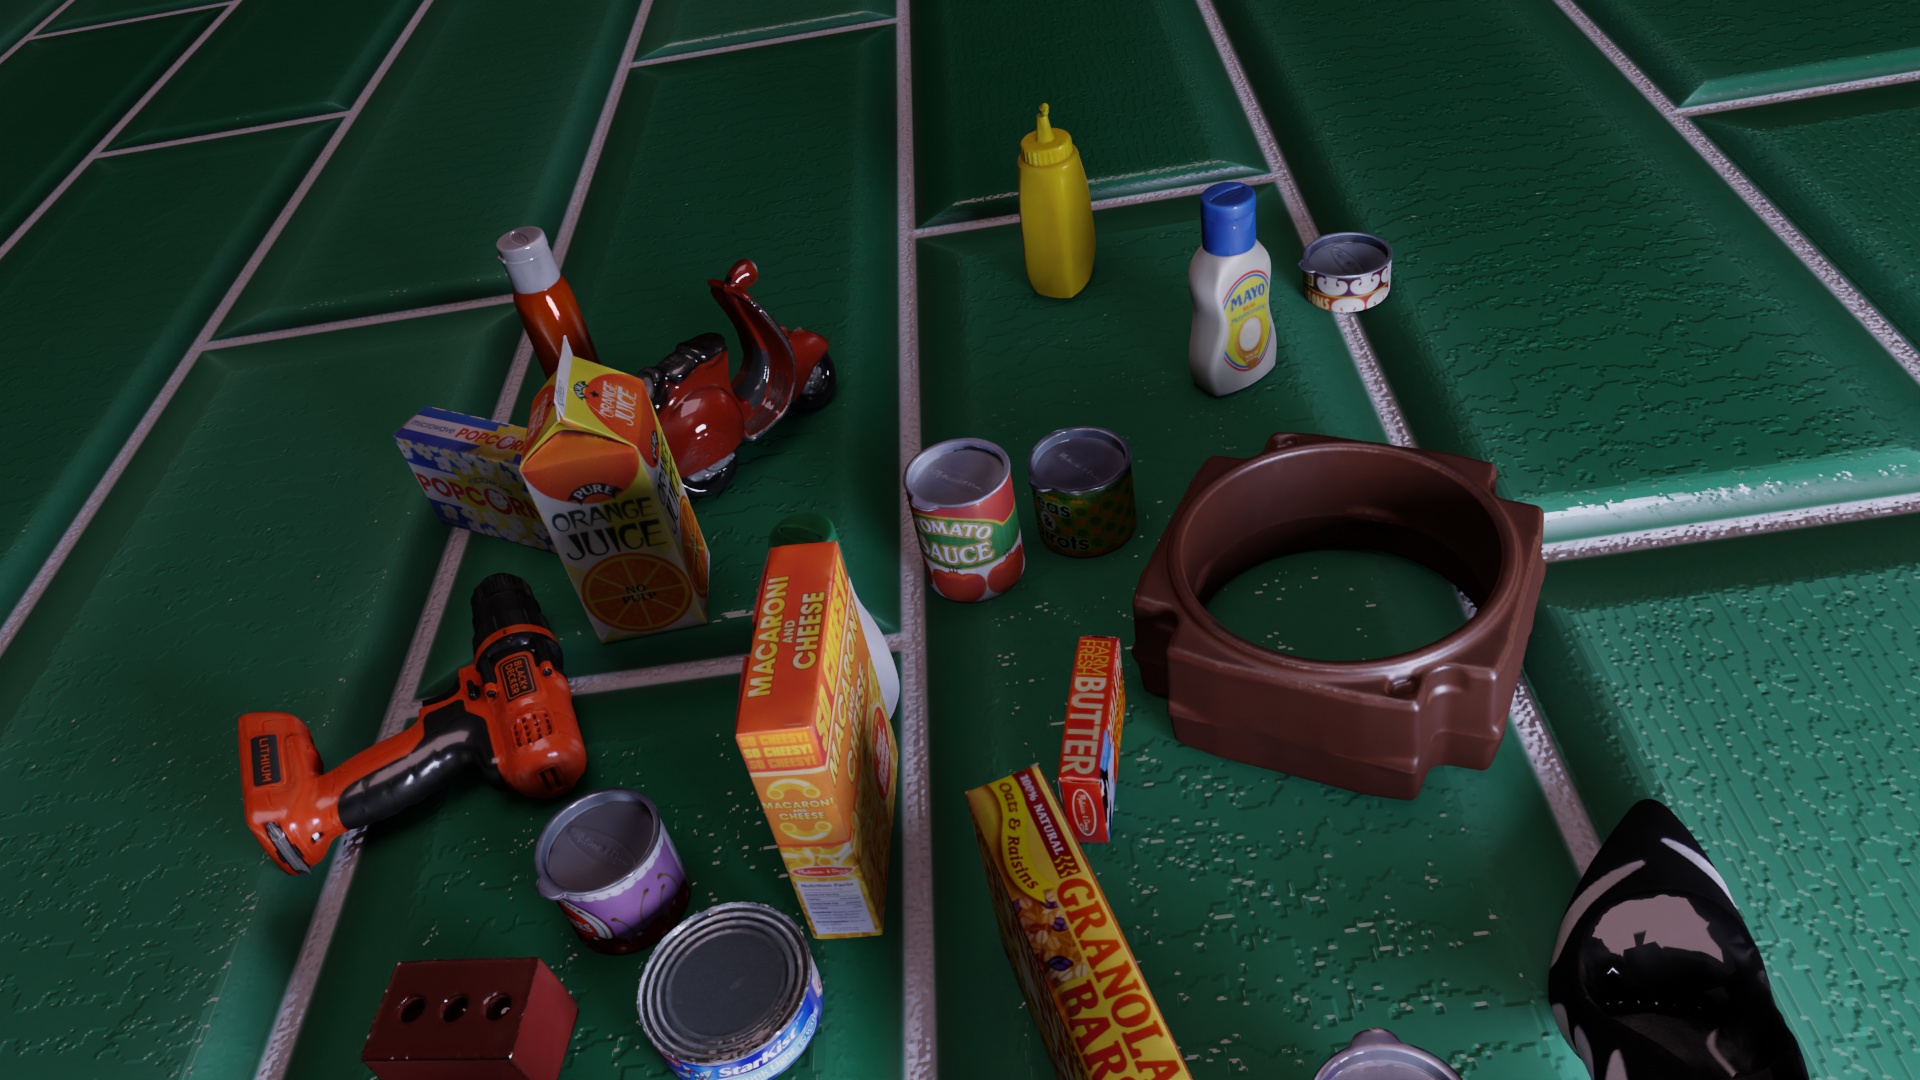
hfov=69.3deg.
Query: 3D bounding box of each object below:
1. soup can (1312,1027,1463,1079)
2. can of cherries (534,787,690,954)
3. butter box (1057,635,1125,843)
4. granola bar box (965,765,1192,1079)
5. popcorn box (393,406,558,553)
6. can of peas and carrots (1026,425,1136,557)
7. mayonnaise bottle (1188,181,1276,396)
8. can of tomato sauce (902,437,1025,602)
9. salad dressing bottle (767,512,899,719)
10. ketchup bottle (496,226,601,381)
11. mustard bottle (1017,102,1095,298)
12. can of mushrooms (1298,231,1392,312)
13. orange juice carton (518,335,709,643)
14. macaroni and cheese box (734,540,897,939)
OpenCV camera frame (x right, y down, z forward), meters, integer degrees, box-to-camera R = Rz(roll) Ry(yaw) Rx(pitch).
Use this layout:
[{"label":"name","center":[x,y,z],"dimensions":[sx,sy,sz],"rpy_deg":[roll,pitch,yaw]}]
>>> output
[{"label":"soup can","center":[0.169,0.246,0.549],"dimensions":[0.071,0.083,0.072],"rpy_deg":[-7,42,6]},{"label":"can of cherries","center":[-0.183,0.175,0.728],"dimensions":[0.071,0.058,0.072],"rpy_deg":[-7,42,6]},{"label":"butter box","center":[0.072,0.106,0.751],"dimensions":[0.024,0.052,0.104],"rpy_deg":[0,43,13]},{"label":"granola bar box","center":[0.054,0.198,0.598],"dimensions":[0.039,0.123,0.166],"rpy_deg":[-19,42,-8]},{"label":"popcorn box","center":[-0.330,-0.043,0.985],"dimensions":[0.127,0.084,0.038],"rpy_deg":[13,47,25]},{"label":"can of peas and carrots","center":[0.077,-0.030,0.896],"dimensions":[0.071,0.058,0.071],"rpy_deg":[-7,42,6]},{"label":"mayonnaise bottle","center":[0.188,-0.174,0.964],"dimensions":[0.065,0.147,0.041],"rpy_deg":[-29,44,-18]},{"label":"can of tomato sauce","center":[0.003,-0.011,0.874],"dimensions":[0.071,0.082,0.071],"rpy_deg":[-7,42,6]},{"label":"salad dressing bottle","center":[-0.073,0.050,0.775],"dimensions":[0.064,0.147,0.044],"rpy_deg":[16,48,28]},{"label":"ketchup bottle","center":[-0.315,-0.169,1.073],"dimensions":[0.044,0.148,0.065],"rpy_deg":[-32,45,-21]},{"label":"mustard bottle","center":[0.072,-0.270,1.088],"dimensions":[0.049,0.159,0.066],"rpy_deg":[11,46,24]},{"label":"can of mushrooms","center":[0.292,-0.205,1.060],"dimensions":[0.071,0.033,0.071],"rpy_deg":[-7,42,6]},{"label":"orange juice carton","center":[-0.217,-0.031,0.864],"dimensions":[0.073,0.191,0.072],"rpy_deg":[-11,41,1]},{"label":"macaroni and cheese box","center":[-0.069,0.103,0.701],"dimensions":[0.040,0.165,0.124],"rpy_deg":[-6,42,7]}]
